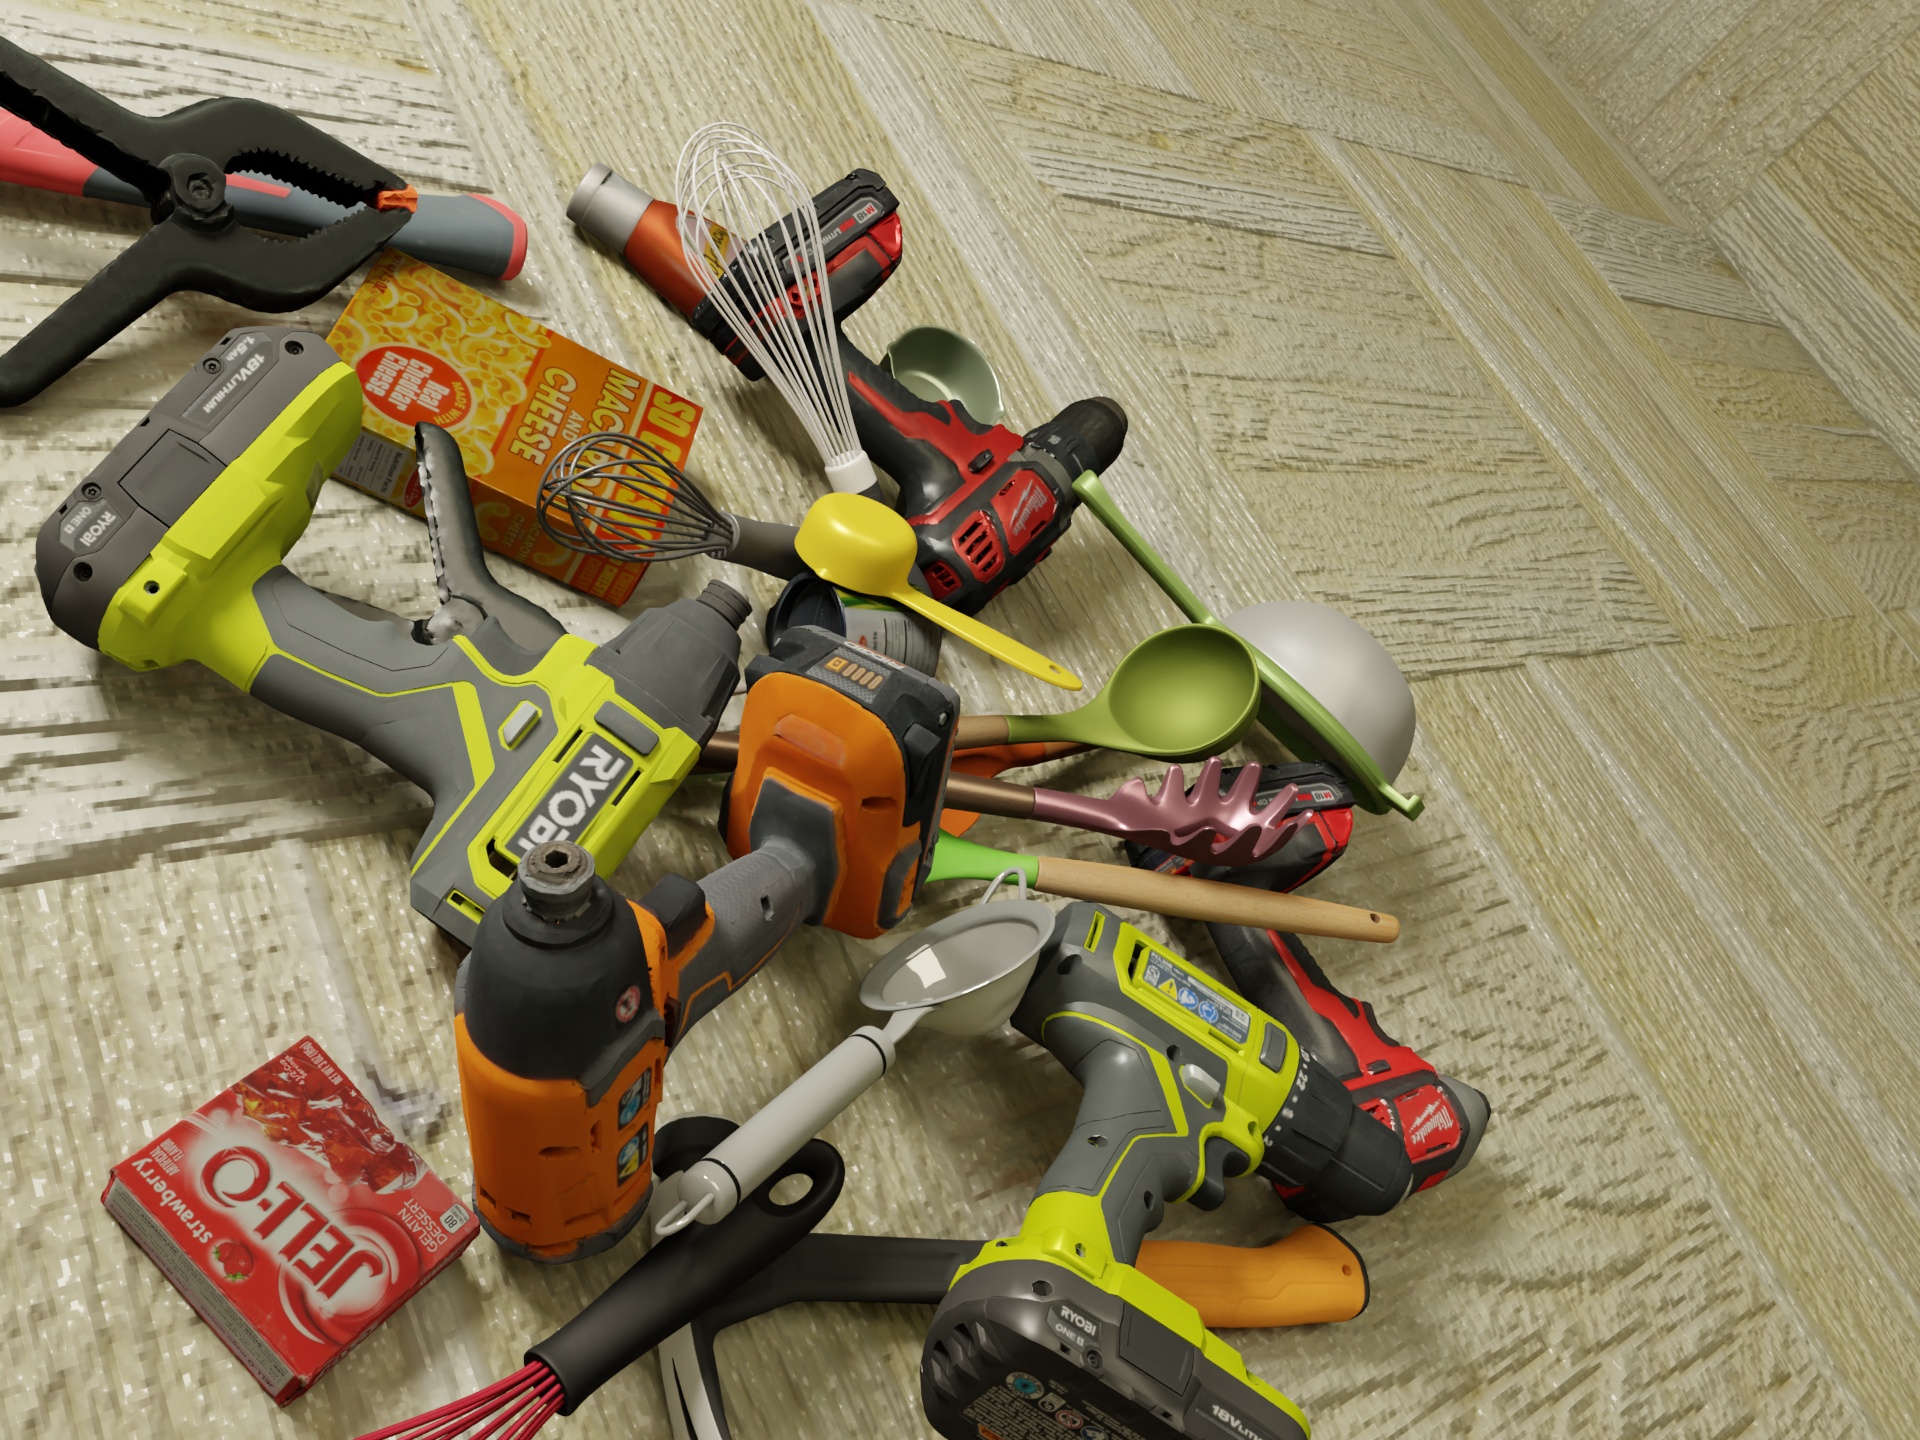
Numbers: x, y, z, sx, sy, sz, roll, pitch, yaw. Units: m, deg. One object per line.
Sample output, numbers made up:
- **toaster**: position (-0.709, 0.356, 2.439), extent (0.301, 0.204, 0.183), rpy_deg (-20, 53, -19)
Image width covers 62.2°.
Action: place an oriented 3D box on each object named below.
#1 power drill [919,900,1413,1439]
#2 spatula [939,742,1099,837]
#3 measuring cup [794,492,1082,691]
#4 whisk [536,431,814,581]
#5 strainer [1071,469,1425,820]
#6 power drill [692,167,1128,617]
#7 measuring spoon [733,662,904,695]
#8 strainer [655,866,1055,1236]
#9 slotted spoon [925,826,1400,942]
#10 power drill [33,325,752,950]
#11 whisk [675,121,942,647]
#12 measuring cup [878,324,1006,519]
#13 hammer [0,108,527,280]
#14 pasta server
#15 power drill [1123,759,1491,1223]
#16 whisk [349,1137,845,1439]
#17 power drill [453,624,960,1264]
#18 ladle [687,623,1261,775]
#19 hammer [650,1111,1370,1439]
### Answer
- **power drill**: position (0.090, 0.195, 0.623), extent (0.190, 0.080, 0.229), rpy_deg (34, 37, -5)
- **spatula**: position (0.048, 0.016, 0.844), extent (0.322, 0.041, 0.081), rpy_deg (-14, 64, -49)
- **measuring cup**: position (-0.006, -0.062, 0.747), extent (0.156, 0.029, 0.062), rpy_deg (30, 27, 12)
- **whisk**: position (-0.111, -0.089, 0.740), extent (0.055, 0.055, 0.238), rpy_deg (58, 20, 17)
- **strainer**: position (0.169, -0.058, 0.890), extent (0.256, 0.069, 0.151), rpy_deg (46, 0, -9)
- **power drill**: position (-0.015, -0.186, 0.882), extent (0.226, 0.080, 0.188), rpy_deg (50, 55, -9)
- **measuring spoon**: position (-0.086, -0.010, 0.717), extent (0.034, 0.124, 0.018), rpy_deg (-83, 165, -83)
- **strainer**: position (-0.031, 0.123, 0.595), extent (0.258, 0.087, 0.050), rpy_deg (-30, 103, -56)
- **slotted spoon**: position (0.058, 0.072, 0.731), extent (0.313, 0.031, 0.070), rpy_deg (11, 48, -12)
- **power drill**: position (-0.201, -0.035, 0.598), extent (0.223, 0.080, 0.171), rpy_deg (38, 72, -9)
- **whisk**: position (-0.067, -0.150, 0.780), extent (0.070, 0.070, 0.284), rpy_deg (-55, 131, -50)
- **measuring cup**: position (-0.025, -0.156, 0.933), extent (0.083, 0.038, 0.168), rpy_deg (25, 60, -21)
- **hammer**: position (-0.379, -0.236, 0.709), extent (0.386, 0.038, 0.143), rpy_deg (1, 56, -38)
- **pasta server**: position (0.008, 0.026, 0.711), extent (0.316, 0.040, 0.060), rpy_deg (10, 27, -16)
- **power drill**: position (0.184, 0.134, 0.809), extent (0.143, 0.078, 0.220), rpy_deg (-3, 60, -39)
- **whisk**: position (-0.139, 0.209, 0.473), extent (0.296, 0.073, 0.073), rpy_deg (-29, 76, -43)
- **power drill**: position (-0.086, 0.059, 0.557), extent (0.084, 0.164, 0.226), rpy_deg (25, 42, 17)
- **ladle**: position (-0.001, -0.002, 0.745), extent (0.320, 0.062, 0.078), rpy_deg (-5, 45, -24)
- **hammer**: position (0.038, 0.231, 0.636), extent (0.336, 0.034, 0.127), rpy_deg (13, 48, -31)
